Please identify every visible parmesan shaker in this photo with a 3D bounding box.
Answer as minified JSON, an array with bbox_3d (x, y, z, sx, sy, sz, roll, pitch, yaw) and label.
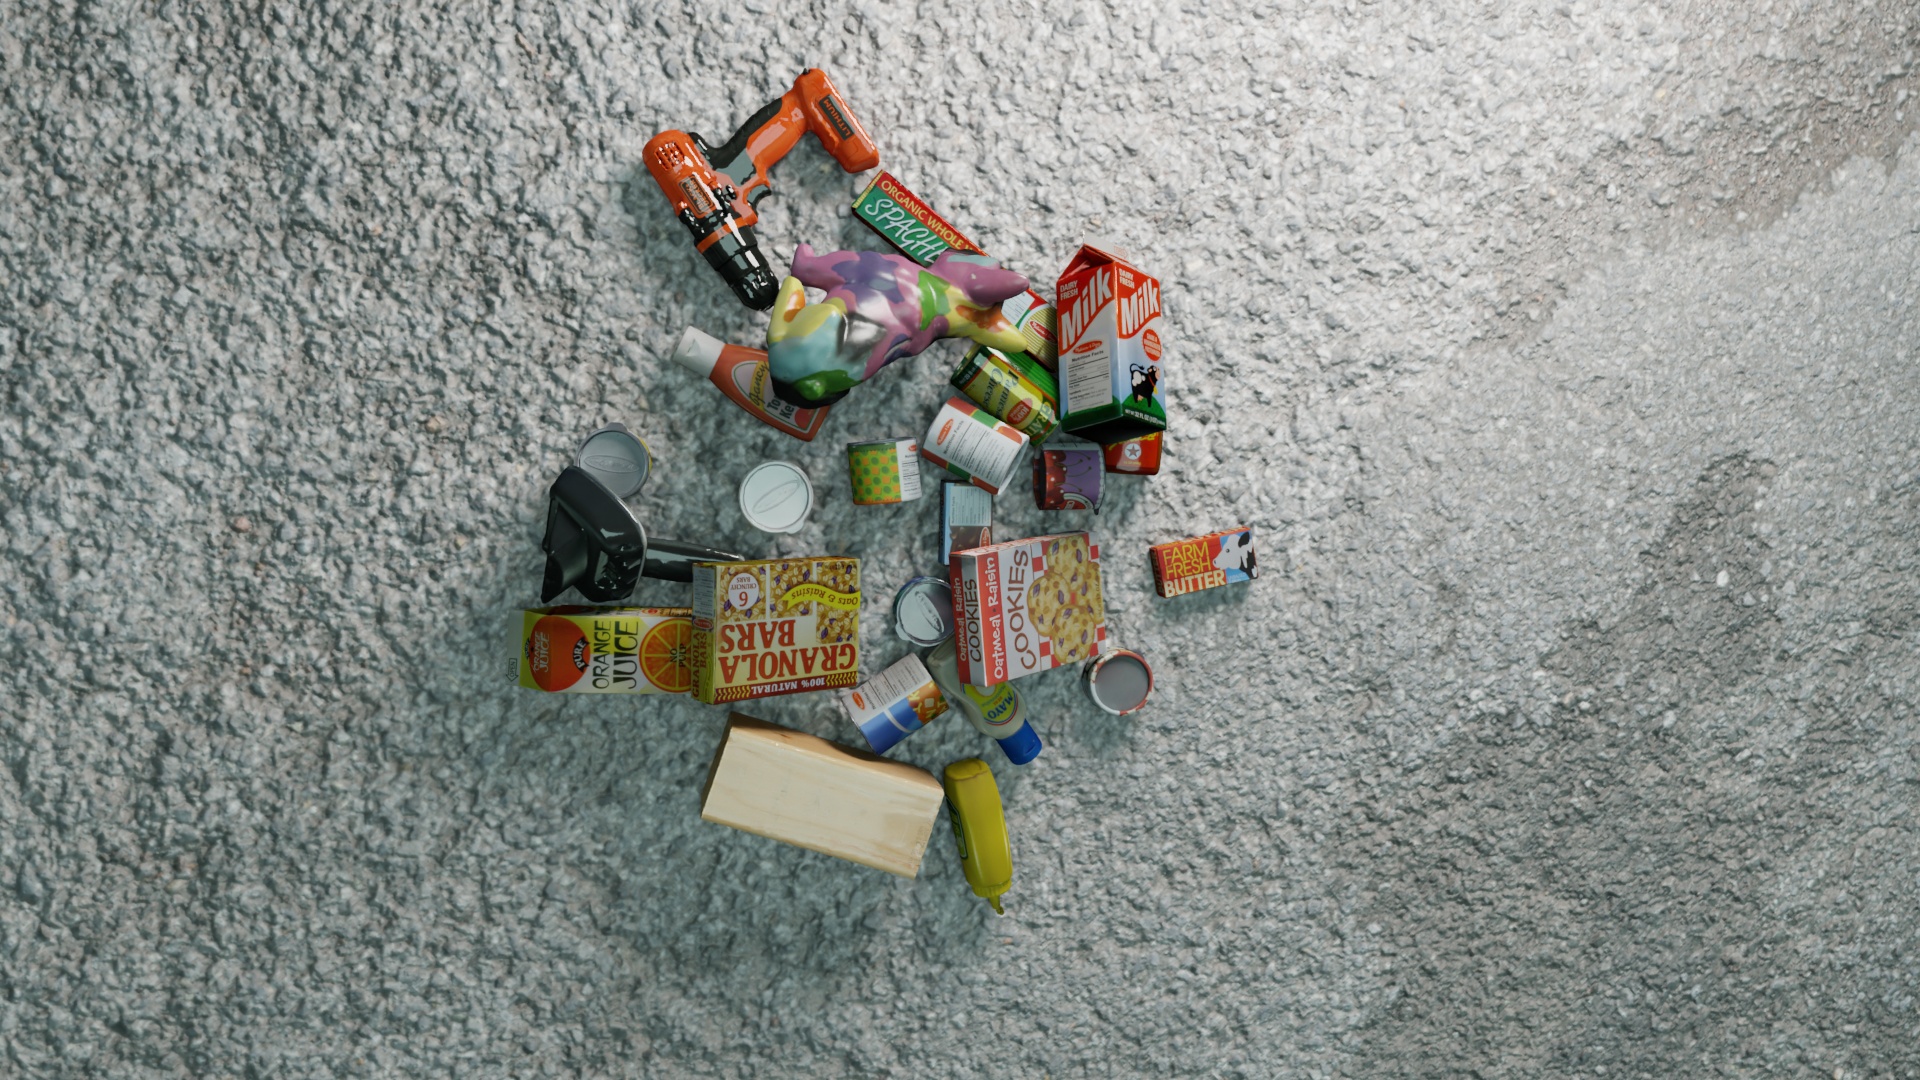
[{"bbox_3d":[0.048,-0.144,1.327,0.103,0.071,0.071,36,88,-10],"label":"parmesan shaker"}]

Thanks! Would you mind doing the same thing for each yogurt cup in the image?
[{"bbox_3d":[-0.174,-0.042,1.299,0.072,0.054,0.072,-1,94,-10],"label":"yogurt cup"}]

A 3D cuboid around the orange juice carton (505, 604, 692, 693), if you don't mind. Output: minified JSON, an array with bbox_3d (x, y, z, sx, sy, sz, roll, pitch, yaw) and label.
[{"bbox_3d":[-0.317,0.099,1.274,0.193,0.073,0.071,2,94,-10],"label":"orange juice carton"}]

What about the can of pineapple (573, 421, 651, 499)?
[{"bbox_3d":[-0.316,-0.072,1.270,0.071,0.058,0.071,-1,95,-10],"label":"can of pineapple"}]

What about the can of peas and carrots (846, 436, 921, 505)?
[{"bbox_3d":[-0.074,-0.066,1.311,0.071,0.071,0.058,-7,96,-9],"label":"can of peas and carrots"}]

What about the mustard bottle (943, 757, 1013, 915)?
[{"bbox_3d":[0.021,0.295,1.354,0.049,0.065,0.160,-15,100,-13],"label":"mustard bottle"}]

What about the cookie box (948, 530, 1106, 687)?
[{"bbox_3d":[0.065,0.061,1.316,0.168,0.040,0.122,-10,98,-42],"label":"cookie box"}]

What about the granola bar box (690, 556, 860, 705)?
[{"bbox_3d":[-0.166,0.079,1.274,0.166,0.039,0.124,-2,96,-44],"label":"granola bar box"}]

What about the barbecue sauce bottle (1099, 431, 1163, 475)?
[{"bbox_3d":[0.168,-0.139,1.358,0.065,0.043,0.148,4,93,-4],"label":"barbecue sauce bottle"}]

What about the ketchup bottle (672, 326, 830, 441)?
[{"bbox_3d":[-0.193,-0.150,1.294,0.149,0.043,0.064,26,90,-10],"label":"ketchup bottle"}]

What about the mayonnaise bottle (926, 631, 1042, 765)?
[{"bbox_3d":[0.029,0.153,1.339,0.065,0.041,0.147,-41,115,-16],"label":"mayonnaise bottle"}]

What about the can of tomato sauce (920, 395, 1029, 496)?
[{"bbox_3d":[0.014,-0.089,1.312,0.083,0.071,0.071,29,89,8],"label":"can of tomato sauce"}]

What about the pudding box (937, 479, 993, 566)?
[{"bbox_3d":[0.005,-0.017,1.345,0.050,0.030,0.083,0,94,-11],"label":"pudding box"}]

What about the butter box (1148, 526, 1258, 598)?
[{"bbox_3d":[0.244,0.022,1.393,0.104,0.024,0.053,-12,97,-9],"label":"butter box"}]

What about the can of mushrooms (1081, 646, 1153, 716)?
[{"bbox_3d":[0.158,0.138,1.382,0.071,0.033,0.071,-1,94,-9],"label":"can of mushrooms"}]

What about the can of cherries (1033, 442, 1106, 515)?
[{"bbox_3d":[0.104,-0.059,1.340,0.058,0.071,0.071,-1,95,-10],"label":"can of cherries"}]

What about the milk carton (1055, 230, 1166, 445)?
[{"bbox_3d":[0.141,-0.193,1.305,0.072,0.073,0.191,10,73,-46],"label":"milk carton"}]

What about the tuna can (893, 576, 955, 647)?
[{"bbox_3d":[-0.033,0.070,1.343,0.071,0.033,0.071,-1,94,-10],"label":"tuna can"}]

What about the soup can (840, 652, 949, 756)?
[{"bbox_3d":[-0.061,0.158,1.329,0.084,0.071,0.071,-33,99,-6],"label":"soup can"}]

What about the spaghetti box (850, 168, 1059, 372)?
[{"bbox_3d":[0.007,-0.256,1.329,0.250,0.029,0.050,37,87,-10],"label":"spaghetti box"}]
